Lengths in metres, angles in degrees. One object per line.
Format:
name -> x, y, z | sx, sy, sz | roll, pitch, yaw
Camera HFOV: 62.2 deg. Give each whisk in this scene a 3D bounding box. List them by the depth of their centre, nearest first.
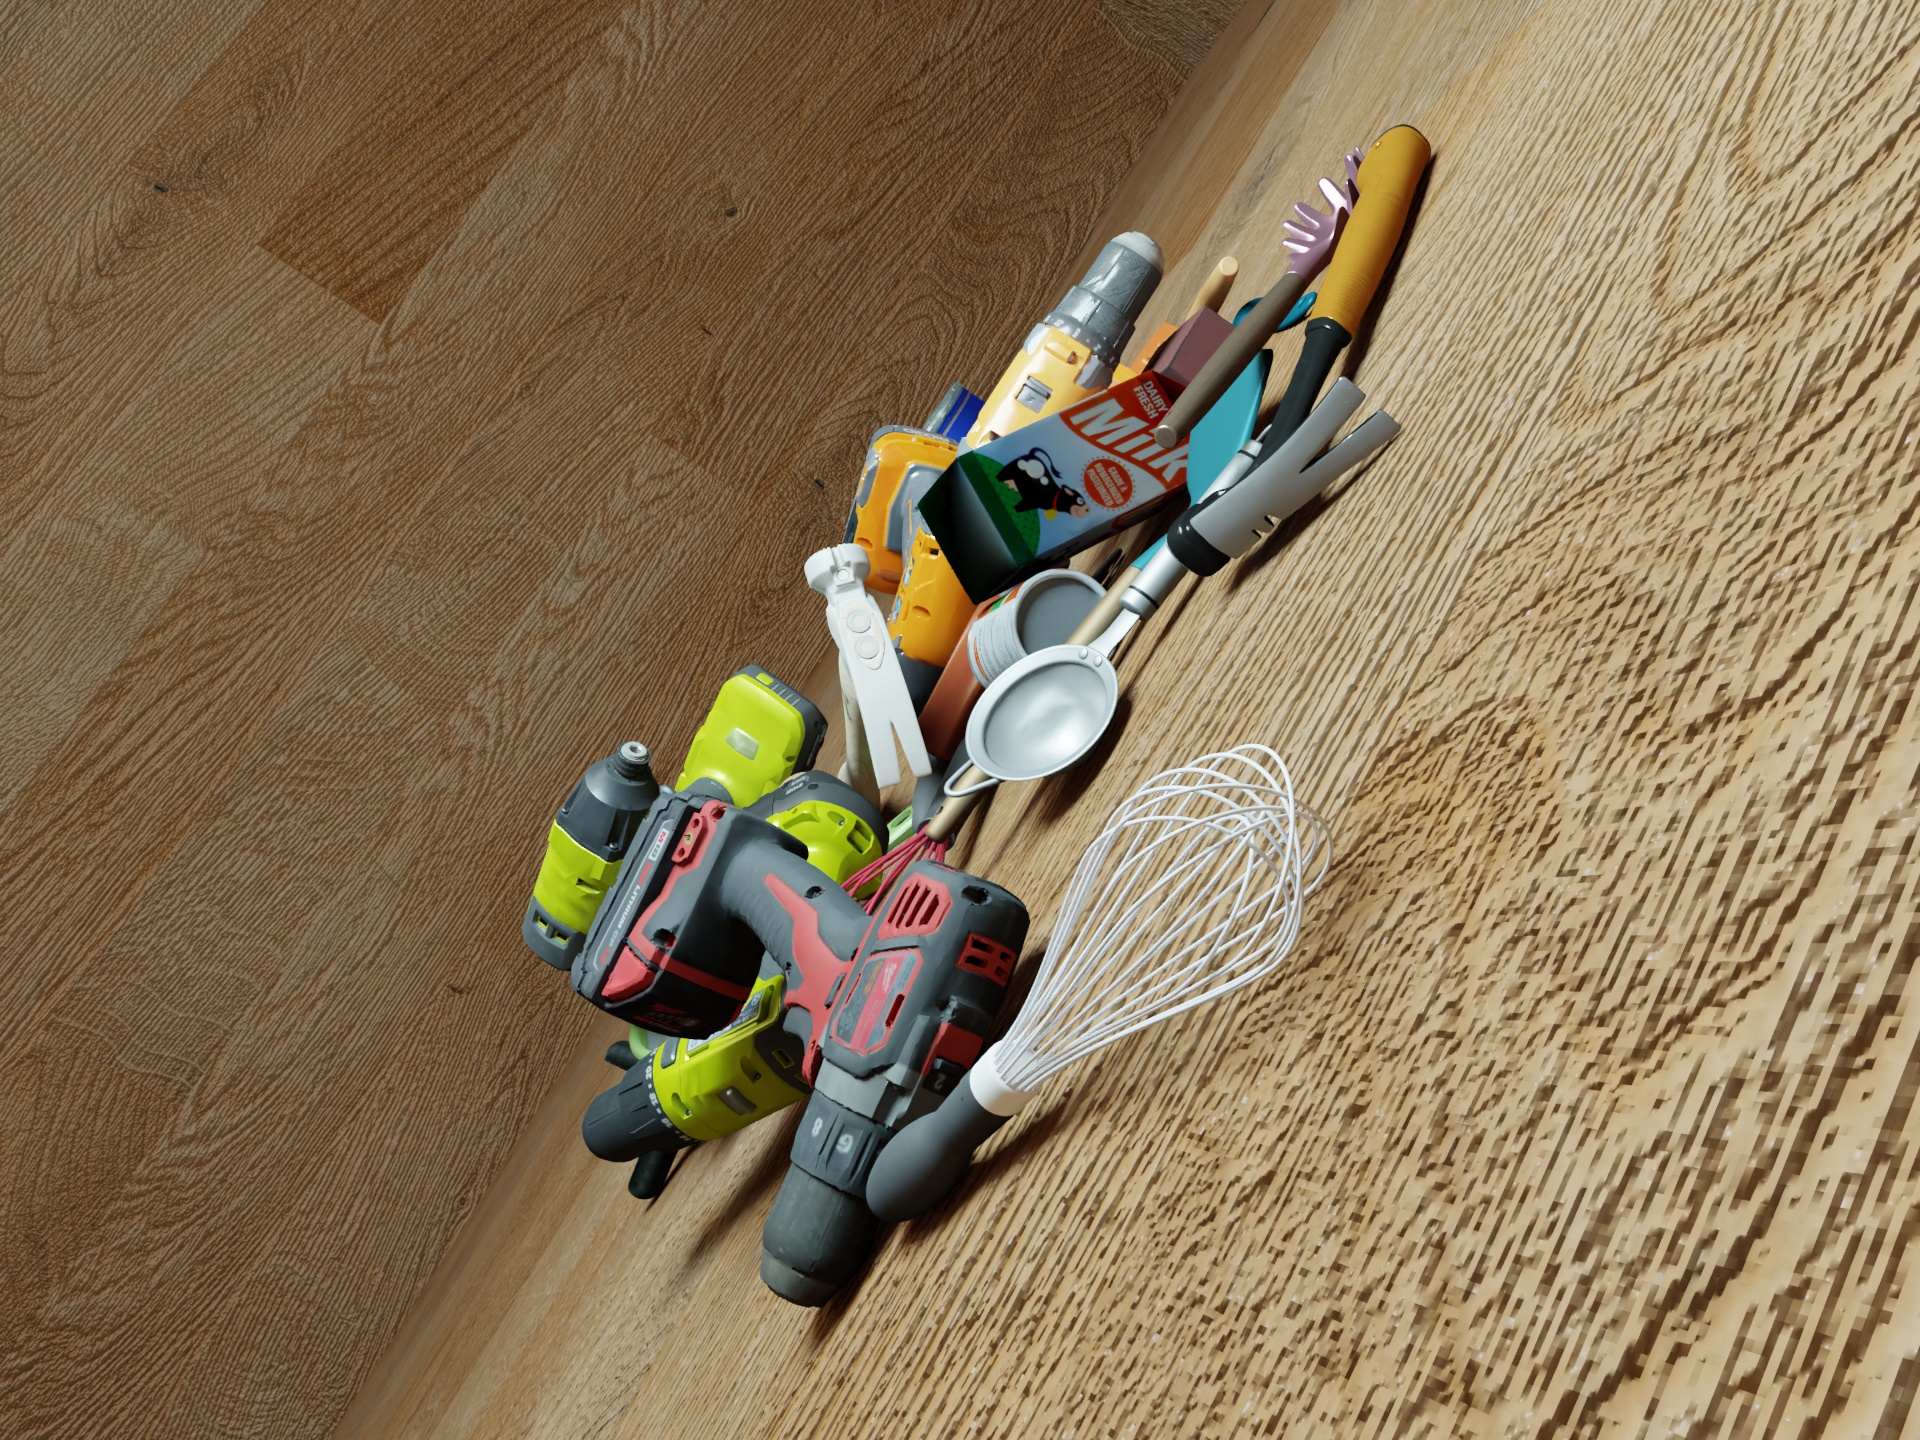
whisk -> 0.031, 0.105, 0.537 | 0.284, 0.070, 0.070 | -54, 8, 42
whisk -> -0.019, 0.075, 0.888 | 0.073, 0.073, 0.296 | -51, 5, 34
whisk -> -0.003, -0.003, 1.109 | 0.055, 0.055, 0.239 | -49, 16, 39

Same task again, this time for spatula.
spatula -> 0.074, -0.067, 0.862 | 0.317, 0.044, 0.082 | -52, 18, -10
spatula -> 0.160, -0.286, 1.154 | 0.081, 0.041, 0.322 | -56, 0, -1

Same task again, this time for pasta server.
pasta server -> 0.168, -0.234, 0.872 | 0.060, 0.040, 0.316 | -38, 10, 48

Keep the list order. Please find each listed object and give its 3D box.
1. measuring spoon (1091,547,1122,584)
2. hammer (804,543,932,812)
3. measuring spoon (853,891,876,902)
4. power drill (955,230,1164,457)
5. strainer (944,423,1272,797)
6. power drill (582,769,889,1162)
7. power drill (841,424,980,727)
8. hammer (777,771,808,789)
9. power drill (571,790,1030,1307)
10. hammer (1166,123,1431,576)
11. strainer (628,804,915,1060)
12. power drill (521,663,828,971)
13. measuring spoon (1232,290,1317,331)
measuring spoon -> 0.072, -0.060, 1.013 | 0.124, 0.018, 0.034 | -53, -14, -14
hammer -> -0.065, 0.022, 1.104 | 0.038, 0.146, 0.410 | -16, -15, -8
measuring spoon -> -0.087, 0.152, 1.133 | 0.117, 0.011, 0.021 | -55, 11, 31
power drill -> 0.084, -0.226, 1.093 | 0.185, 0.084, 0.226 | -57, -11, 6
strainer -> 0.088, -0.051, 0.810 | 0.258, 0.050, 0.087 | -51, 41, -3
power drill -> -0.128, 0.149, 0.942 | 0.190, 0.080, 0.229 | -30, 27, 24
power drill -> -0.030, -0.103, 1.124 | 0.227, 0.084, 0.164 | -110, 34, -60
hammer -> -0.131, 0.109, 1.191 | 0.130, 0.031, 0.331 | -45, -9, -24
power drill -> -0.083, 0.136, 0.721 | 0.227, 0.080, 0.188 | 16, 78, 47
hammer -> 0.195, -0.213, 0.801 | 0.127, 0.034, 0.337 | -40, 18, 50
strainer -> -0.105, 0.156, 1.076 | 0.256, 0.069, 0.152 | -39, 23, -3
power drill -> -0.187, 0.053, 1.062 | 0.223, 0.080, 0.171 | -38, -22, -55
measuring spoon -> 0.196, -0.259, 1.005 | 0.042, 0.021, 0.128 | -57, 8, 1
